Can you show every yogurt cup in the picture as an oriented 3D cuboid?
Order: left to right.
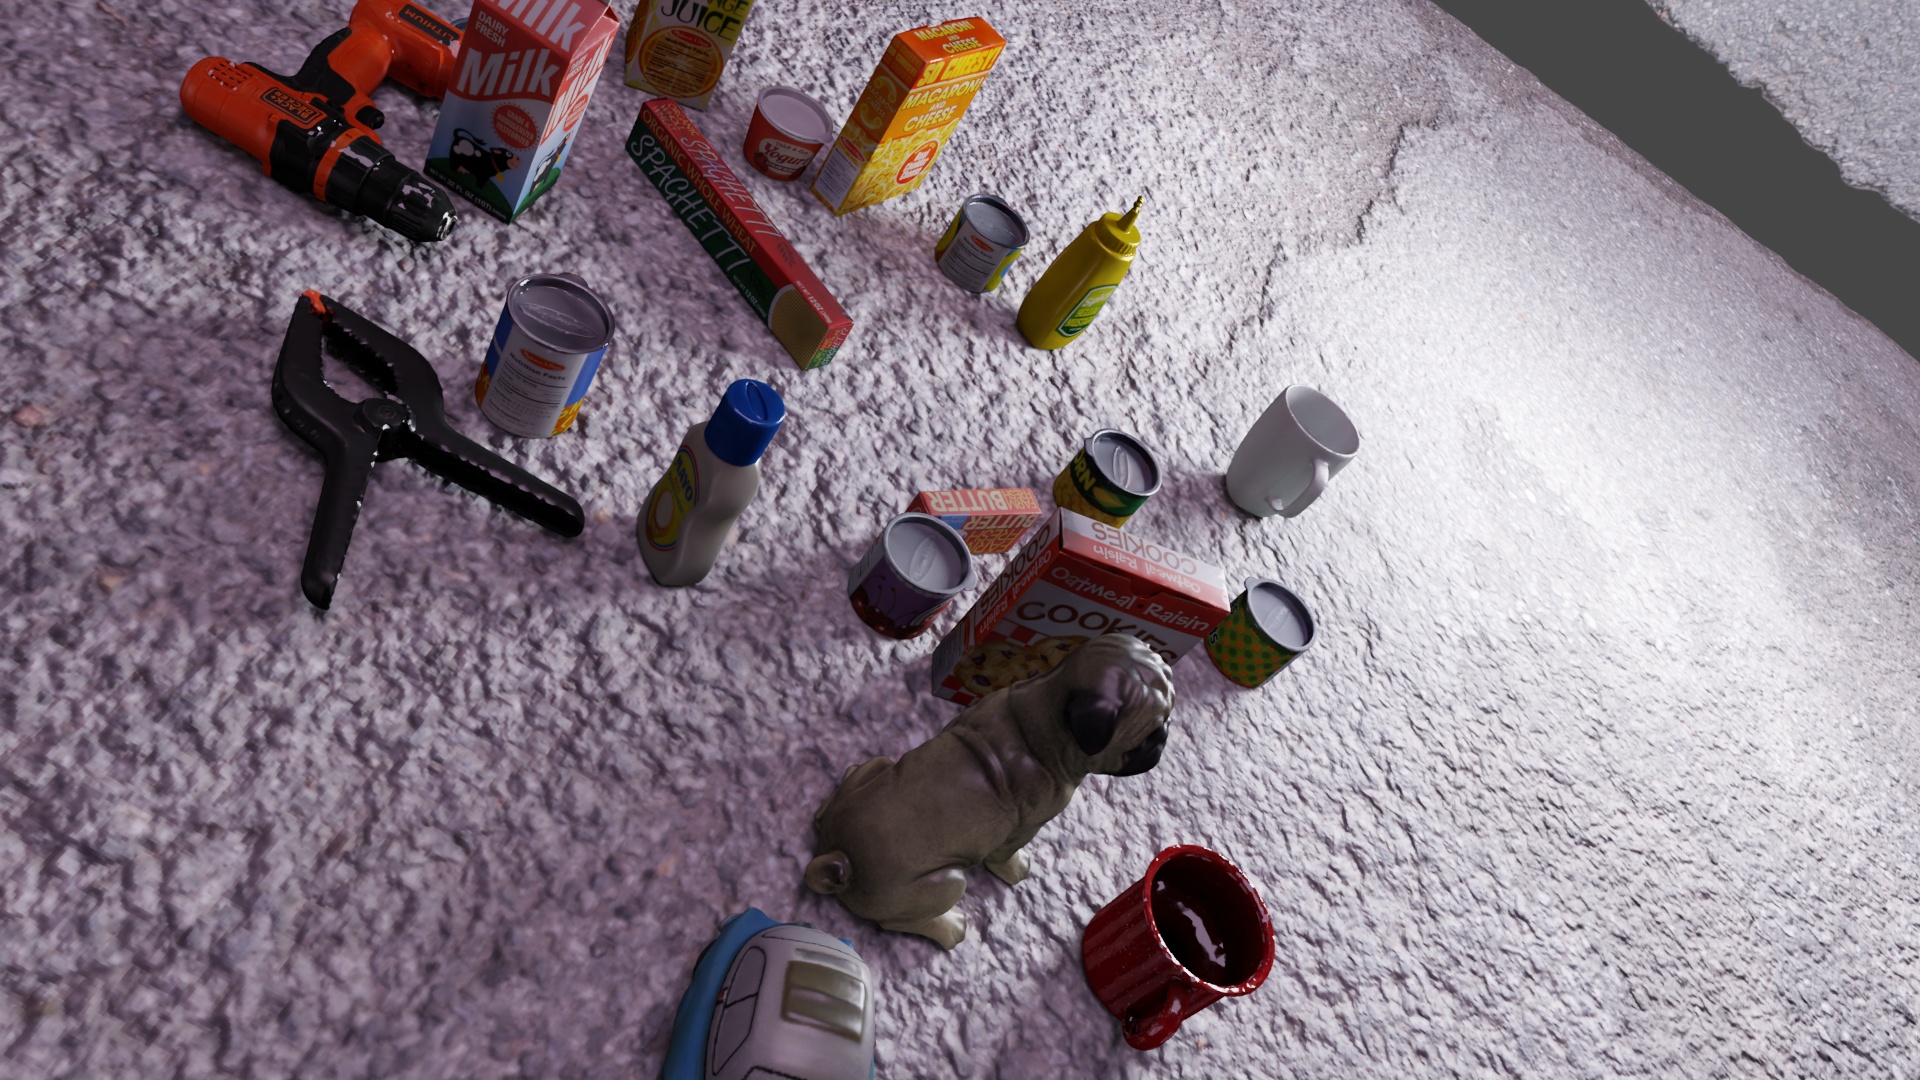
[{"bbox_3d":[-0.148,-0.341,1.172,0.072,0.053,0.073,20,45,-21],"label":"yogurt cup"}]

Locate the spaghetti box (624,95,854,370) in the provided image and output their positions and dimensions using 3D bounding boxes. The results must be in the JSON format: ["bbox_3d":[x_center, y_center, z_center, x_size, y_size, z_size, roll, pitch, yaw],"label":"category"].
[{"bbox_3d":[-0.173,-0.238,1.066,0.029,0.050,0.250,-25,70,-45],"label":"spaghetti box"}]

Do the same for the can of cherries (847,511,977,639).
[{"bbox_3d":[-0.032,0.026,0.928,0.071,0.058,0.072,20,45,-21],"label":"can of cherries"}]

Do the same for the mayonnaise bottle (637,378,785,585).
[{"bbox_3d":[-0.150,-0.036,0.832,0.041,0.147,0.065,-1,55,-36],"label":"mayonnaise bottle"}]

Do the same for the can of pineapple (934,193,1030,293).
[{"bbox_3d":[0.019,-0.260,1.217,0.071,0.057,0.071,20,45,-21],"label":"can of pineapple"}]

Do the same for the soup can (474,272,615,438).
[{"bbox_3d":[-0.261,-0.116,0.872,0.071,0.083,0.072,20,45,-21],"label":"soup can"}]

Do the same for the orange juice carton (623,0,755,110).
[{"bbox_3d":[-0.208,-0.453,1.124,0.073,0.191,0.072,13,48,-26],"label":"orange juice carton"}]

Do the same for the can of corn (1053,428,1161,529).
[{"bbox_3d":[0.113,-0.046,1.094,0.071,0.058,0.071,20,45,-21],"label":"can of corn"}]

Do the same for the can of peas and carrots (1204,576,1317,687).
[{"bbox_3d":[0.229,0.070,1.074,0.071,0.058,0.071,20,45,-21],"label":"can of peas and carrots"}]

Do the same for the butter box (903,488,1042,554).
[{"bbox_3d":[0.004,-0.012,0.991,0.104,0.053,0.024,-3,56,-37],"label":"butter box"}]

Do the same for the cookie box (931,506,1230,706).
[{"bbox_3d":[0.074,0.060,0.891,0.123,0.166,0.040,20,45,-20],"label":"cookie box"}]

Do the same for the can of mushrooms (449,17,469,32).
[{"bbox_3d":[-0.359,-0.361,1.055,0.071,0.033,0.071,19,45,-21],"label":"can of mushrooms"}]

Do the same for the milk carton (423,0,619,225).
[{"bbox_3d":[-0.294,-0.317,0.944,0.072,0.189,0.074,32,42,-8],"label":"milk carton"}]

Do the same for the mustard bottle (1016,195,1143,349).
[{"bbox_3d":[0.109,-0.229,1.176,0.065,0.159,0.049,-18,66,-44],"label":"mustard bottle"}]

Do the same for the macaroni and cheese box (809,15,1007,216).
[{"bbox_3d":[-0.046,-0.360,1.177,0.040,0.165,0.124,46,42,8],"label":"macaroni and cheese box"}]
